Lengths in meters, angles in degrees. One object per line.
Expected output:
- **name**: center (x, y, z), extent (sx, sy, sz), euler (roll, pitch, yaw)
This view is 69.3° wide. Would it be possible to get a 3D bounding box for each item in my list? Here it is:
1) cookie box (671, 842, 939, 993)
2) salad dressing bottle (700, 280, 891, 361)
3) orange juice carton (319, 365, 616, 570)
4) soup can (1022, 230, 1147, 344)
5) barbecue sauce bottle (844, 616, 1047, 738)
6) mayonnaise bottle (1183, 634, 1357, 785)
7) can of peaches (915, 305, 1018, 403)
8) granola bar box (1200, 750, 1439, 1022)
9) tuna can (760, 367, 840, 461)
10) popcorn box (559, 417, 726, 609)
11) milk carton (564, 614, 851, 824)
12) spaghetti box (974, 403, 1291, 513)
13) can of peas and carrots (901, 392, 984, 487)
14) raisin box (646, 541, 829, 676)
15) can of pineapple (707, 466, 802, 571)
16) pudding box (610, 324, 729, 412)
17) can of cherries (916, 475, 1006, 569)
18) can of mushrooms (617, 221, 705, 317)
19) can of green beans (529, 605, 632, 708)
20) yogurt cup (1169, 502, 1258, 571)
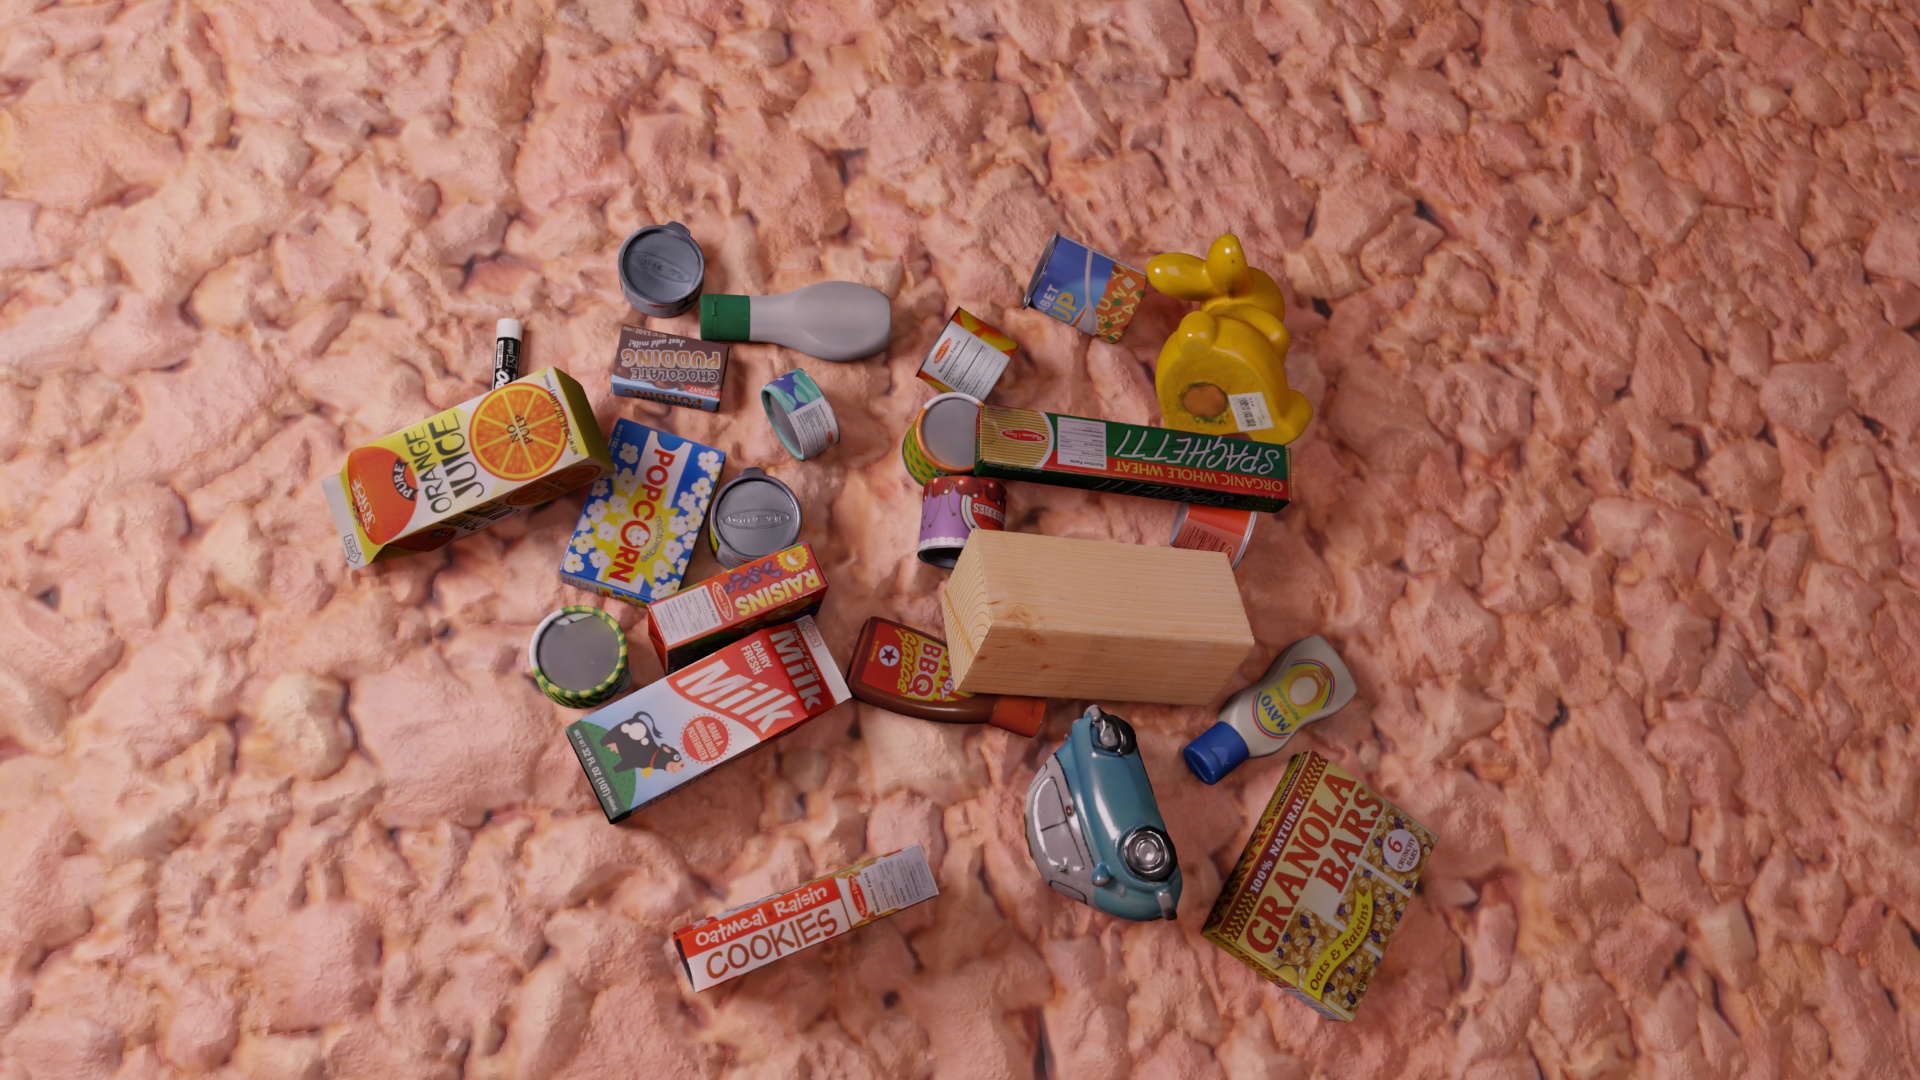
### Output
- **cookie box**: center (-0.109, 0.254, 0.940), extent (0.168, 0.122, 0.040), euler (-18, 79, -17)
- **salad dressing bottle**: center (-0.130, -0.174, 1.094), extent (0.148, 0.044, 0.064), euler (0, 77, -12)
- **orange juice carton**: center (-0.351, -0.048, 0.976), extent (0.193, 0.073, 0.072), euler (-23, 84, 0)
- **soup can**: center (0.102, -0.205, 1.146), extent (0.084, 0.071, 0.071), euler (24, 71, -7)
- **barbecue sauce bottle**: center (-0.010, 0.109, 1.045), extent (0.148, 0.043, 0.065), euler (20, 63, -8)
- **mayonnaise bottle**: center (0.243, 0.138, 1.099), extent (0.148, 0.041, 0.065), euler (-33, 87, -20)
- **can of peaches**: center (0.006, -0.145, 1.108), extent (0.058, 0.071, 0.071), euler (32, 71, -4)
- **granola bar box**: center (0.279, 0.265, 1.074), extent (0.124, 0.039, 0.166), euler (34, 70, -2)
- **tuna can**: center (-0.124, -0.097, 1.064), extent (0.033, 0.071, 0.071), euler (-31, 84, -18)
- **popcorn box**: center (-0.234, -0.017, 1.029), extent (0.085, 0.038, 0.127), euler (18, 72, -7)
- **milk carton**: center (-0.176, 0.124, 0.986), extent (0.191, 0.073, 0.072), euler (-26, 82, -19)
- **spaghetti box**: center (0.134, -0.061, 1.066), extent (0.250, 0.028, 0.050), euler (7, 66, -11)
- **can of peas and carrots**: center (-0.008, -0.074, 1.088), extent (0.071, 0.058, 0.071), euler (3, 75, -12)
- **raisin box**: center (-0.162, 0.049, 1.003), extent (0.124, 0.085, 0.040), euler (-22, 77, -18)
- **can of pineapple**: center (-0.154, -0.012, 1.036), extent (0.071, 0.057, 0.071), euler (3, 75, -13)
- **pudding box**: center (-0.223, -0.131, 1.067), extent (0.084, 0.030, 0.050), euler (10, 74, -10)
- **can of cherries**: center (0.004, -0.013, 1.068), extent (0.071, 0.071, 0.058), euler (8, 73, -11)
- **can of mushrooms**: center (-0.232, -0.212, 1.085), extent (0.071, 0.033, 0.071), euler (3, 75, -12)
- **can of green beans**: center (-0.269, 0.083, 0.983), extent (0.071, 0.057, 0.071), euler (3, 75, -13)
- **yogurt cup**: center (0.203, -0.013, 1.120), extent (0.054, 0.072, 0.072), euler (19, 72, 1)
